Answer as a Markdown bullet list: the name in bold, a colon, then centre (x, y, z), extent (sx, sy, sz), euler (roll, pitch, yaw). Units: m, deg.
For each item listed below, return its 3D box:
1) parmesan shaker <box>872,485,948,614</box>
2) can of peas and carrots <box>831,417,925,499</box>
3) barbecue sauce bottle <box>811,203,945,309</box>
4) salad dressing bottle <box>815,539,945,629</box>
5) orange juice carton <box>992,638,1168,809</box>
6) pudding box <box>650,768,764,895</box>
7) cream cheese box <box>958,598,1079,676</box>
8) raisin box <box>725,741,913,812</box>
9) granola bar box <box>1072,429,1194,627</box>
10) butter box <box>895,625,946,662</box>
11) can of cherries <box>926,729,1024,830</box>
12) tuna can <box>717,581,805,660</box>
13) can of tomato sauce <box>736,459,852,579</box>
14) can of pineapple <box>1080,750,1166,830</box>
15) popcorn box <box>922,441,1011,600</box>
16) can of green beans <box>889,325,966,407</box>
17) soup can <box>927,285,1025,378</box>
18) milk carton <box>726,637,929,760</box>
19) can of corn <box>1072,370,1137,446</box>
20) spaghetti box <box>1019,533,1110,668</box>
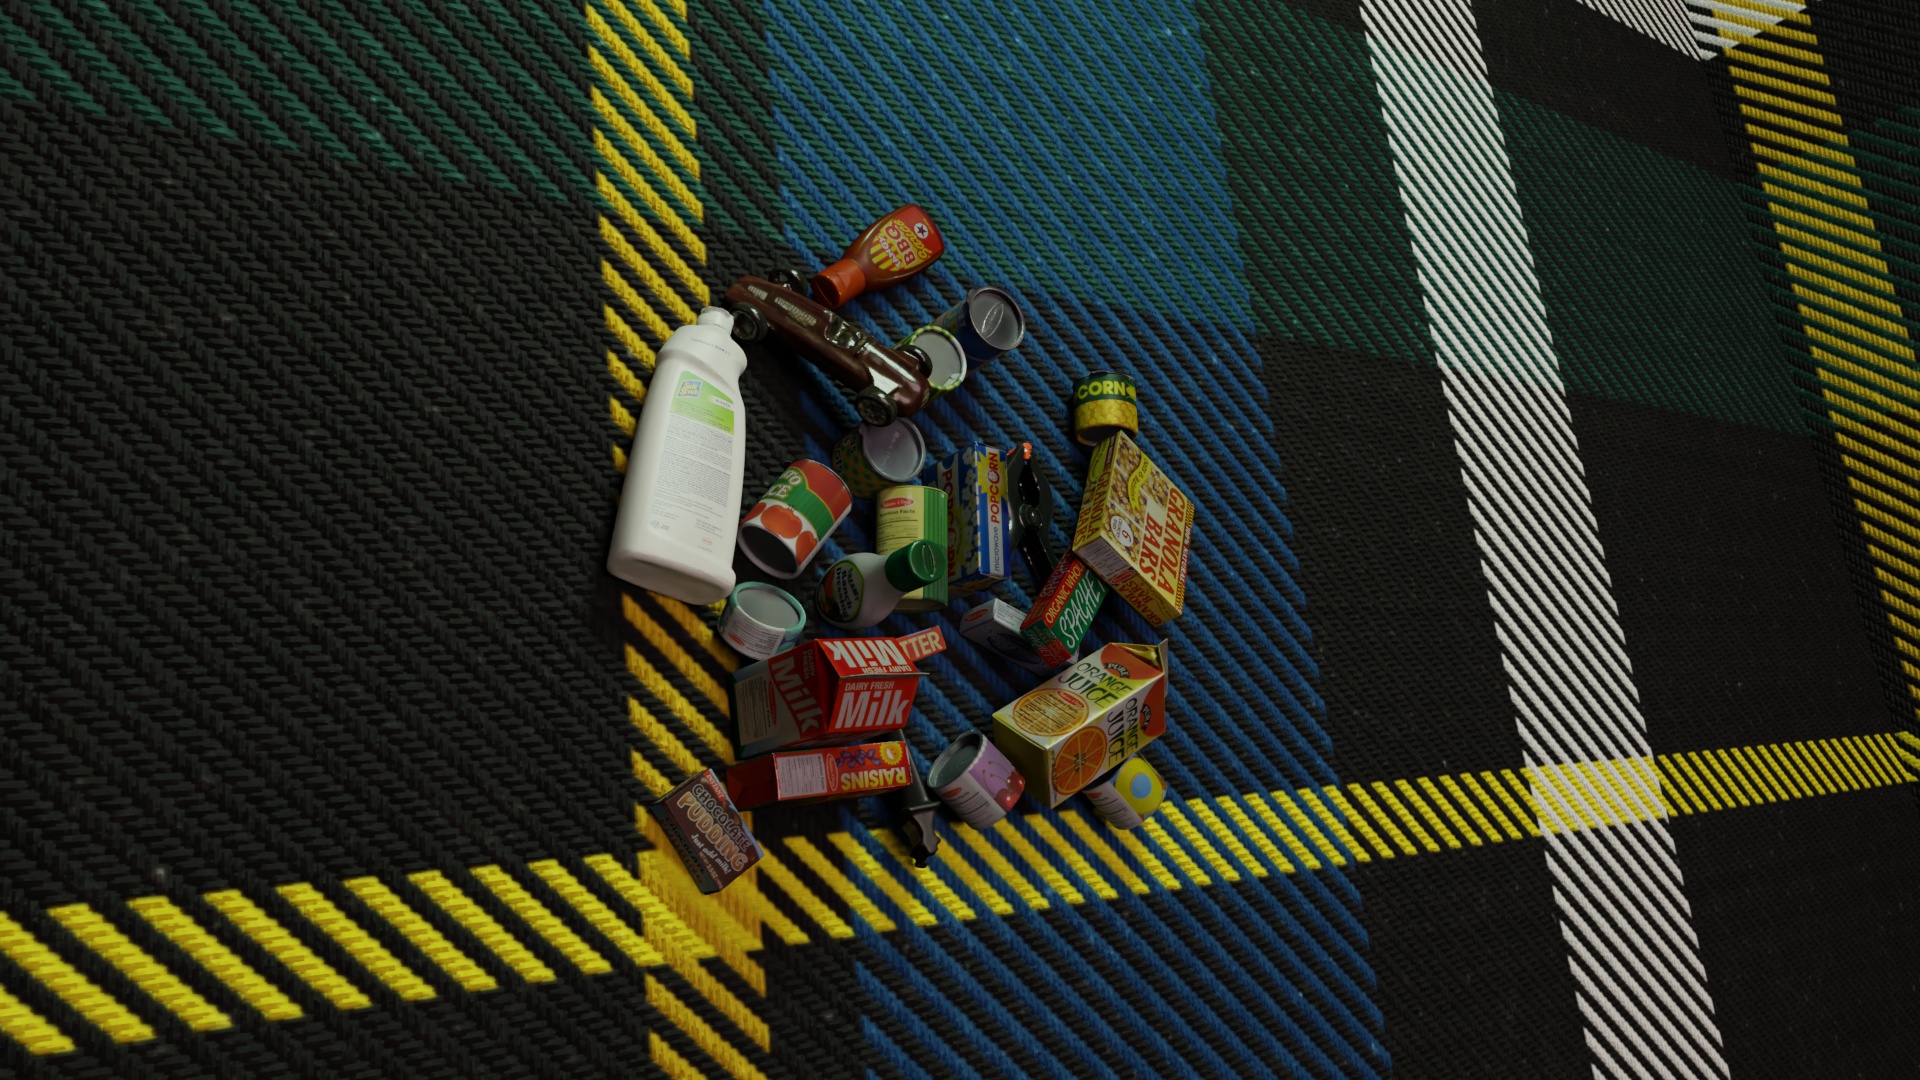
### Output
- **parmesan shaker**: centre (-0.046, 0.010, 1.243), extent (0.071, 0.071, 0.103), euler (11, 71, -34)
- **can of peas and carrots**: centre (-0.077, -0.077, 1.254), extent (0.071, 0.058, 0.071), euler (13, 67, -32)
- **barbecue sauce bottle**: centre (-0.081, -0.267, 1.327), extent (0.149, 0.043, 0.065), euler (-41, 101, -38)
- **salad dressing bottle**: centre (-0.068, 0.034, 1.164), extent (0.044, 0.147, 0.064), euler (0, 75, -37)
- **orange juice carton**: centre (0.126, 0.159, 1.280), extent (0.193, 0.073, 0.071), euler (-27, 128, -31)
- **pudding box**: centre (-0.196, 0.226, 1.079), extent (0.050, 0.030, 0.083), euler (-34, 96, -40)
- **cream cheese box**: centre (0.056, 0.092, 1.296), extent (0.104, 0.053, 0.024), euler (29, 57, -26)
- **raisin box**: centre (-0.113, 0.190, 1.116), extent (0.123, 0.086, 0.040), euler (0, 73, -37)
- **granola bar box**: centre (0.174, -0.013, 1.376), extent (0.124, 0.039, 0.166), euler (42, 38, -22)
- **butter box**: centre (-0.068, 0.102, 1.202), extent (0.104, 0.053, 0.024), euler (-16, 82, -39)
- **can of cherries**: centre (0.015, 0.209, 1.218), extent (0.058, 0.071, 0.072), euler (47, 53, -15)
- **tuna can**: centre (-0.162, 0.065, 1.139), extent (0.071, 0.032, 0.071), euler (22, 26, -11)
- **can of tomato sauce**: centre (-0.143, -0.019, 1.180), extent (0.071, 0.071, 0.083), euler (46, 54, -15)
- **can of pineapple**: centre (0.153, 0.229, 1.312), extent (0.058, 0.070, 0.071), euler (49, 53, -14)
- **popcorn box**: centre (0.005, -0.016, 1.275), extent (0.038, 0.085, 0.127), euler (12, 67, -35)
- **can of green beans**: centre (-0.037, -0.163, 1.313), extent (0.071, 0.057, 0.071), euler (13, 67, -33)
- **soup can**: centre (0.010, -0.202, 1.345), extent (0.071, 0.083, 0.071), euler (13, 67, -33)
- **milk carton**: centre (-0.105, 0.121, 1.079), extent (0.072, 0.190, 0.073), euler (1, 74, -36)
- **can of corn**: centre (0.149, -0.135, 1.434), extent (0.071, 0.071, 0.058), euler (12, 69, -33)
- **spaghetti box**: centre (0.120, 0.033, 1.337), extent (0.050, 0.028, 0.251), euler (51, 36, -11)
